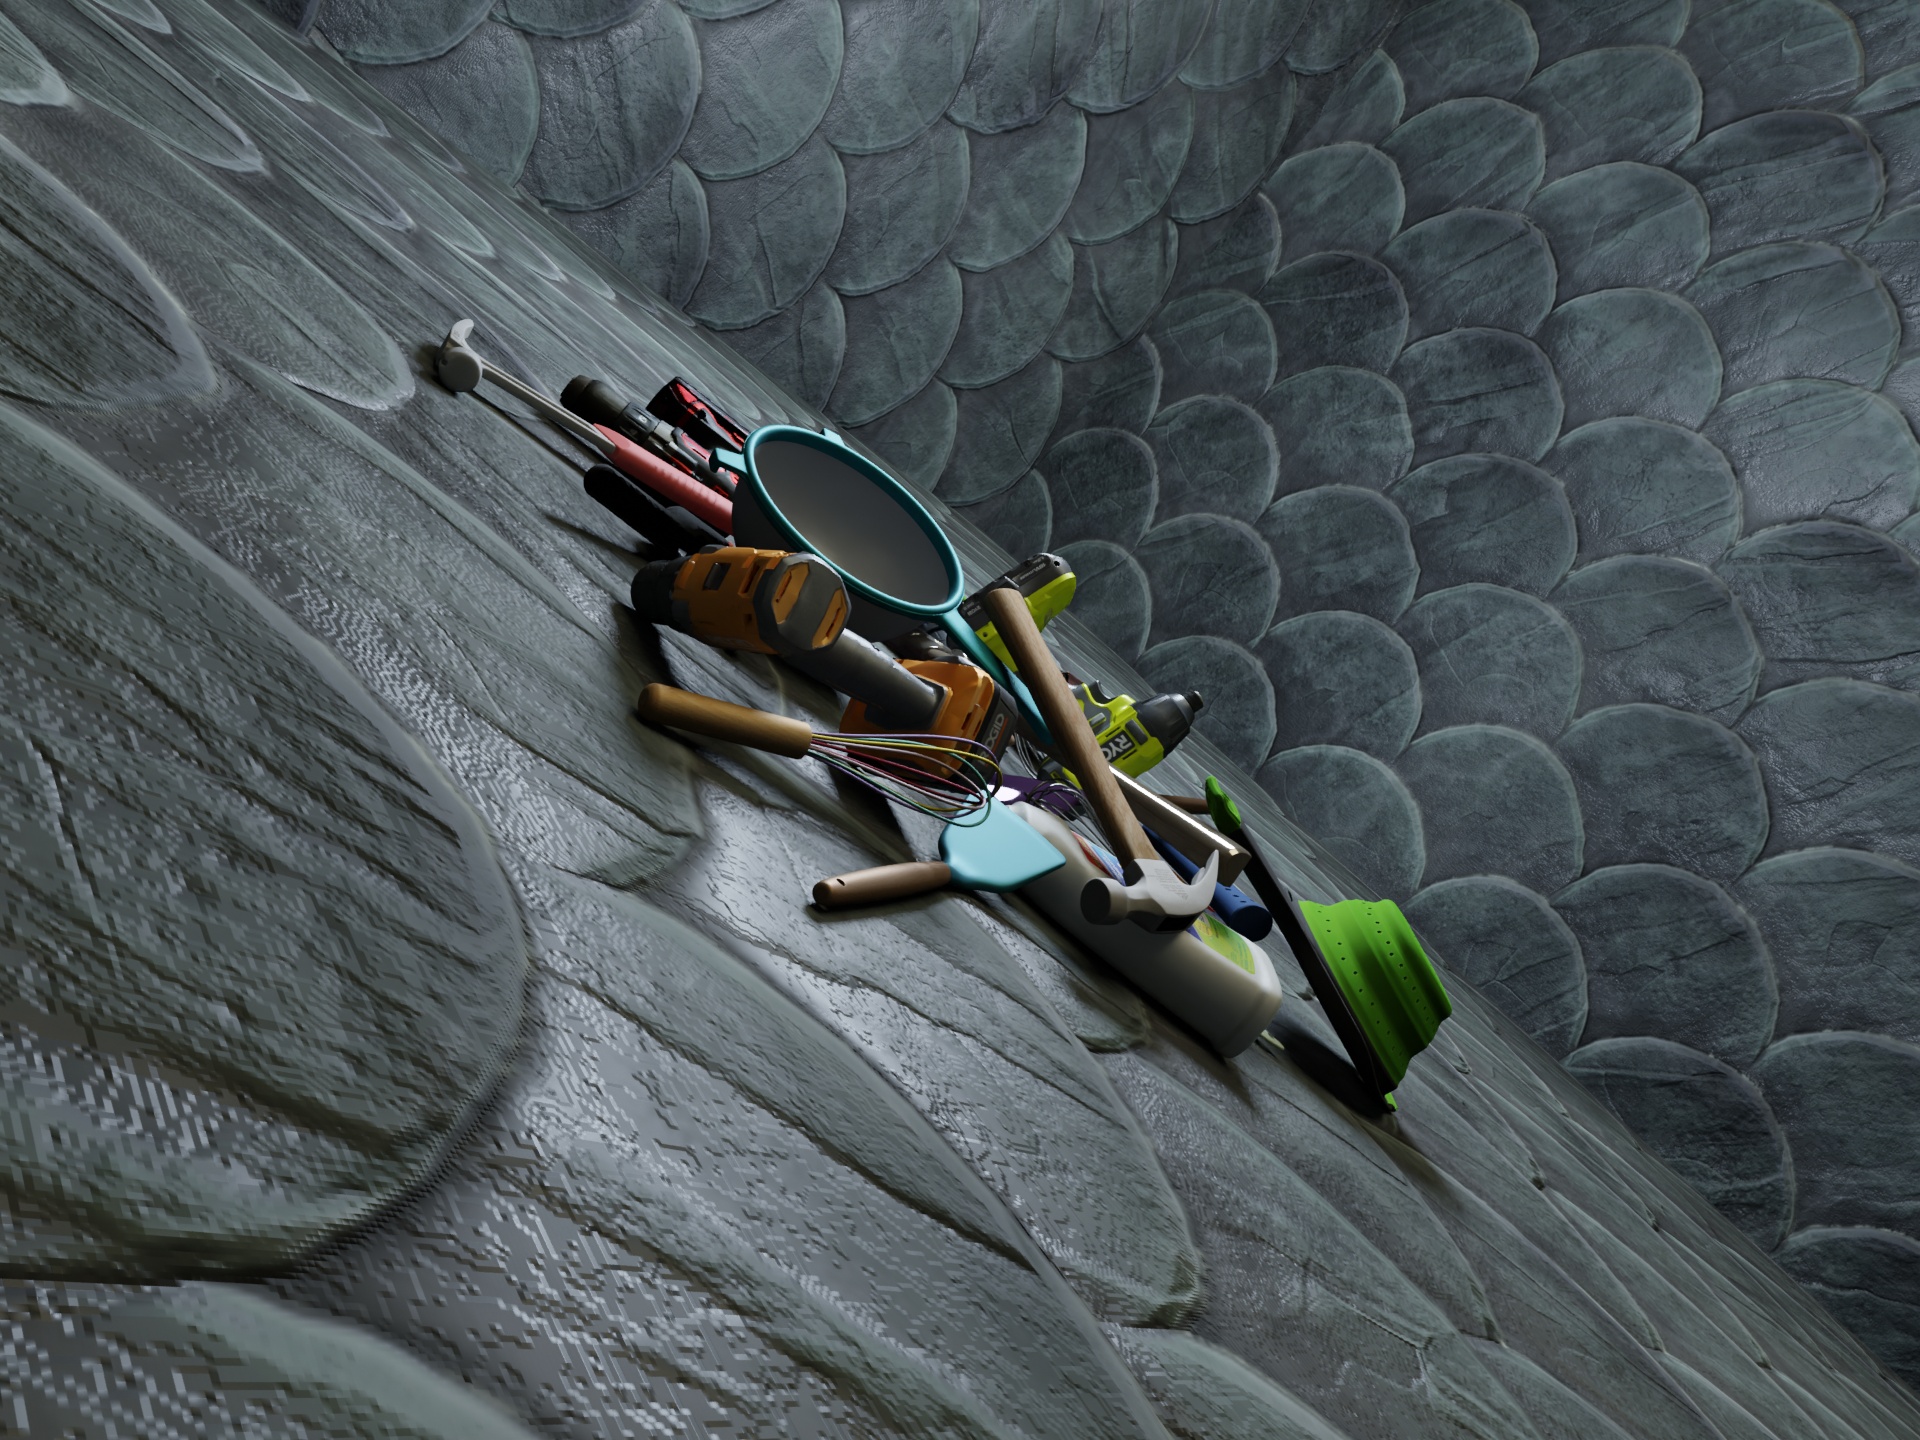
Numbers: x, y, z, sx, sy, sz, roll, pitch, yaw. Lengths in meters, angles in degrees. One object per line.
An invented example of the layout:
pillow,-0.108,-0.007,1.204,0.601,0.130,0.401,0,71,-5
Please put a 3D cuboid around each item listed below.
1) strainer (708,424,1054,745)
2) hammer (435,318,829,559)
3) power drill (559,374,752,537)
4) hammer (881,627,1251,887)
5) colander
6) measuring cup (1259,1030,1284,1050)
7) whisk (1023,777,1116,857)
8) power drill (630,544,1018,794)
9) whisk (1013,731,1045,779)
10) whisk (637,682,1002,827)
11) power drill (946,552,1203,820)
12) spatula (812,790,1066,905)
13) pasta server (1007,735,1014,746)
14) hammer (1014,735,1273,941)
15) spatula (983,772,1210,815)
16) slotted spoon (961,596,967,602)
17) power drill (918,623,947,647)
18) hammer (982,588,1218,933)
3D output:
strainer,-0.062,-0.086,1.265,0.340,0.095,0.211,47,27,6
hammer,-0.262,-0.212,1.314,0.358,0.036,0.149,30,12,-23
power drill,-0.271,-0.258,1.468,0.187,0.080,0.227,37,12,-14
hammer,0.071,0.015,1.293,0.411,0.038,0.146,36,4,42
colander,0.315,0.166,1.314,0.396,0.094,0.205,54,12,-35
measuring cup,0.200,0.196,1.265,0.167,0.038,0.083,39,9,9
whisk,0.134,0.124,1.341,0.246,0.059,0.058,40,-10,-33
power drill,-0.094,-0.039,1.023,0.185,0.084,0.226,9,-20,48
whisk,0.055,-0.027,1.572,0.055,0.055,0.239,28,29,-52
whisk,-0.075,0.020,0.921,0.244,0.051,0.047,16,-21,-34
power drill,0.105,-0.039,1.492,0.223,0.171,0.080,53,-11,15
spatula,-0.016,0.082,0.941,0.082,0.044,0.317,39,10,15
pasta server,-0.002,-0.005,1.433,0.060,0.040,0.316,35,6,21
hammer,0.173,0.099,1.506,0.144,0.035,0.406,30,7,-27
spatula,0.129,0.071,1.409,0.315,0.018,0.060,6,31,-42
slotted spoon,0.018,-0.100,1.695,0.313,0.031,0.070,59,0,-27
power drill,-0.086,-0.134,1.600,0.228,0.080,0.191,40,8,-20
hammer,0.090,0.021,1.172,0.130,0.031,0.332,9,40,-35
